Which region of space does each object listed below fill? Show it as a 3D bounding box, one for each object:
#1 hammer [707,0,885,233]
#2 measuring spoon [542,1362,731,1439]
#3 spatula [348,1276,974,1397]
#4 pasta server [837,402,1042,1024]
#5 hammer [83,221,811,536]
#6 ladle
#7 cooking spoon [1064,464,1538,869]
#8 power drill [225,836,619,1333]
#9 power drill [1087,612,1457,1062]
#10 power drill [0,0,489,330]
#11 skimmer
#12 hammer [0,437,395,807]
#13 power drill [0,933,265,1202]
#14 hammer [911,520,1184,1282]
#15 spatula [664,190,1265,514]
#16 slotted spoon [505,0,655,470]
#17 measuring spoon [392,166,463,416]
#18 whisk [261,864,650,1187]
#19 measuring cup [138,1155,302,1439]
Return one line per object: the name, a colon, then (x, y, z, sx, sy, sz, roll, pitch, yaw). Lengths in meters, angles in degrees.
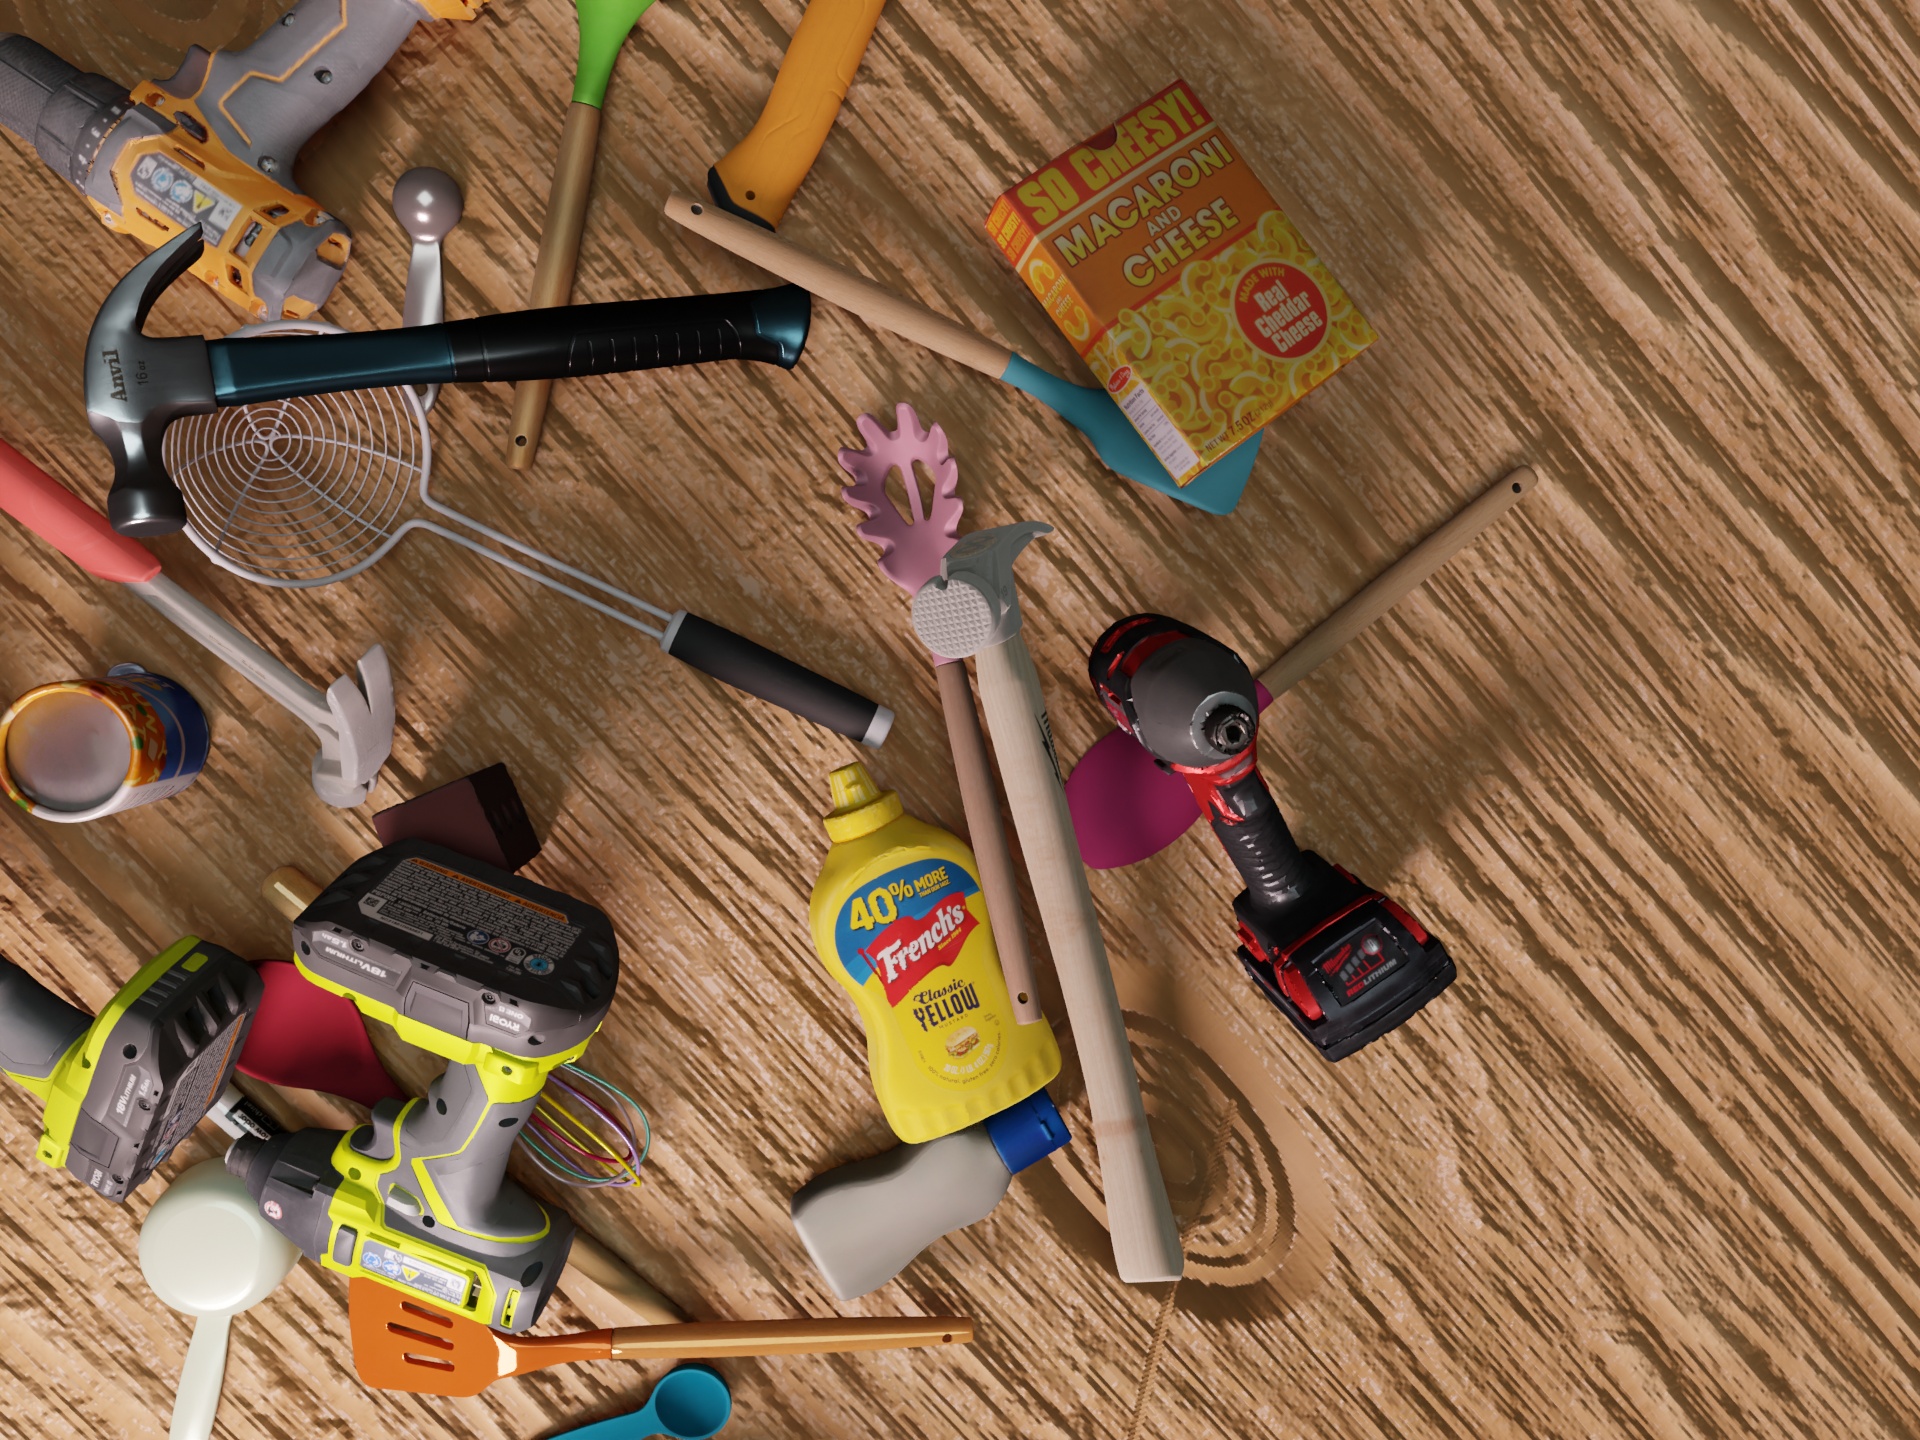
hammer: (-0.031, -0.395, 0.796, 0.127, 0.034, 0.337, 26, 91, -6)
measuring spoon: (-0.181, 0.374, 0.848, 0.128, 0.021, 0.042, -22, 101, 5)
spatula: (-0.154, 0.315, 0.824, 0.322, 0.041, 0.081, 1, 105, -7)
pasta server: (-0.001, -0.003, 0.802, 0.060, 0.040, 0.316, -14, 85, 11)
hammer: (-0.224, -0.171, 0.741, 0.331, 0.033, 0.128, -12, 89, -24)
ladle: (-0.254, 0.229, 0.823, 0.315, 0.031, 0.069, 41, 100, -9)
cooking spoon: (0.183, -0.033, 0.851, 0.319, 0.017, 0.068, -39, 97, -1)
power drill: (-0.254, 0.174, 0.743, 0.171, 0.080, 0.223, 21, 118, 1)
power drill: (0.147, 0.051, 0.779, 0.078, 0.143, 0.219, -34, 108, -2)
power drill: (-0.341, -0.327, 0.750, 0.185, 0.084, 0.226, 33, 95, -6)
skimmer: (-0.197, -0.070, 0.774, 0.363, 0.090, 0.127, 26, 88, -7)
hammer: (-0.416, -0.095, 0.742, 0.359, 0.149, 0.037, 37, 59, -1)
power drill: (-0.446, 0.103, 0.728, 0.228, 0.080, 0.190, 33, 123, -3)
hammer: (0.060, 0.103, 0.810, 0.038, 0.146, 0.410, -9, 108, 19)
spatula: (0.004, -0.195, 0.798, 0.317, 0.044, 0.082, 22, 77, -13)
slotted spoon: (-0.190, -0.279, 0.793, 0.070, 0.031, 0.314, 12, 94, -7)
measuring spoon: (-0.269, -0.214, 0.793, 0.034, 0.018, 0.124, 3, 95, -6)
whisk: (-0.255, 0.157, 0.810, 0.245, 0.047, 0.051, 41, 91, -4)
measuring cup: (-0.385, 0.308, 0.808, 0.083, 0.038, 0.167, 11, 91, -6)
